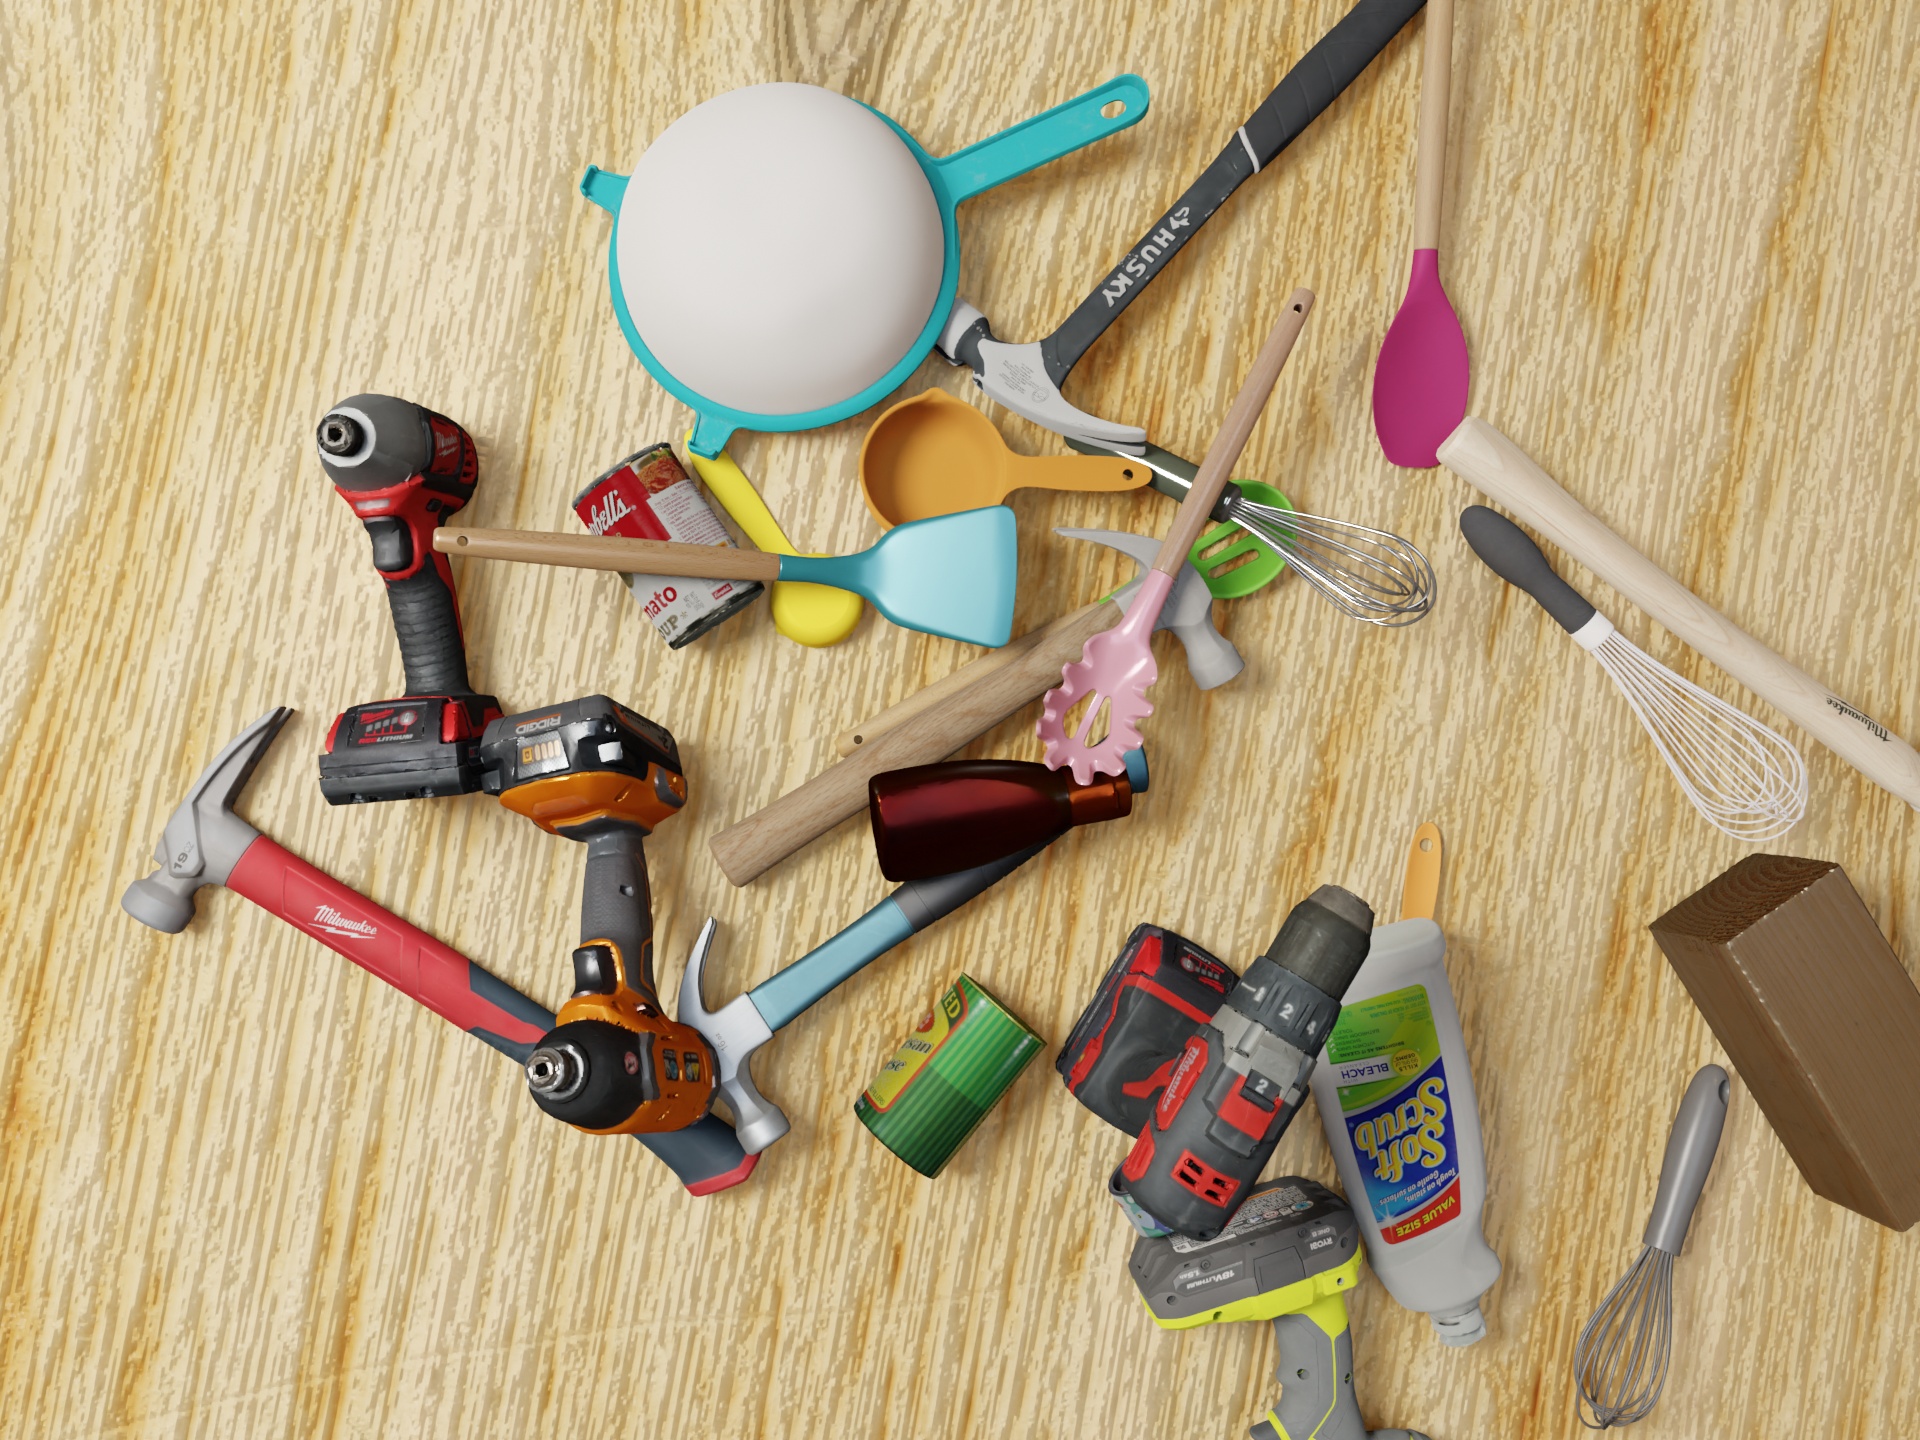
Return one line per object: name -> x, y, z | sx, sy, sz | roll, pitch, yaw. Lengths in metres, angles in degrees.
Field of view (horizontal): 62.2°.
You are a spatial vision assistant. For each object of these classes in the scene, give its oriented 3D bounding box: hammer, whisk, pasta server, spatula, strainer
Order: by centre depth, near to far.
spatula -> -0.124, -0.089, 0.877 | 0.317, 0.044, 0.082 | 2, 92, -20
strainer -> -0.049, -0.304, 0.904 | 0.340, 0.095, 0.211 | -23, 84, 3
pasta server -> 0.130, -0.109, 0.910 | 0.060, 0.040, 0.316 | 27, 88, -1
hammer -> -0.277, 0.147, 0.925 | 0.386, 0.038, 0.143 | 33, 84, -4
hammer -> -0.001, -0.003, 0.942 | 0.331, 0.031, 0.130 | -31, 101, -2
whisk -> 0.167, -0.124, 0.944 | 0.246, 0.059, 0.058 | 30, 43, 17
hammer -> -0.022, 0.109, 0.948 | 0.331, 0.033, 0.128 | -34, 83, -8
hammer -> 0.167, -0.333, 0.972 | 0.149, 0.036, 0.409 | 41, 82, 14
hammer -> 0.464, -0.047, 0.976 | 0.410, 0.146, 0.038 | 36, 129, 0
whisk -> 0.436, 0.328, 0.995 | 0.055, 0.055, 0.239 | 22, 82, -5
whisk -> 0.420, -0.035, 0.997 | 0.284, 0.070, 0.070 | 44, 85, 1

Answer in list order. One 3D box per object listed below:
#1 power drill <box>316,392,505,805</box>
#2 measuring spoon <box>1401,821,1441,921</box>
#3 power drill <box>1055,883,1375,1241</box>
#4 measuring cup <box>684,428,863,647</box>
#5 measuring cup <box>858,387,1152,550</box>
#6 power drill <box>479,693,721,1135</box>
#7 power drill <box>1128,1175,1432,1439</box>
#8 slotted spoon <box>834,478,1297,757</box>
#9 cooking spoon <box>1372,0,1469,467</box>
power drill -> -0.305, -0.068, 0.874 | 0.078, 0.143, 0.219 | -5, 91, 2
measuring spoon -> 0.287, 0.122, 1.001 | 0.021, 0.011, 0.117 | 9, 84, 5
power drill -> 0.139, 0.168, 0.873 | 0.080, 0.227, 0.188 | 32, 86, -5
measuring cup -> -0.115, -0.112, 0.950 | 0.062, 0.029, 0.156 | -38, 94, -6
measuring cup -> 0.025, -0.146, 0.955 | 0.173, 0.052, 0.095 | 1, 90, -6
power drill -> -0.195, 0.107, 0.852 | 0.084, 0.164, 0.227 | -13, 75, 10
power drill -> 0.181, 0.409, 0.950 | 0.190, 0.080, 0.228 | -16, 93, -6
slotted spoon -> 0.063, -0.056, 0.972 | 0.314, 0.031, 0.070 | -28, 91, -4
cooking spoon -> 0.291, -0.318, 0.988 | 0.068, 0.017, 0.319 | 0, 97, -17
